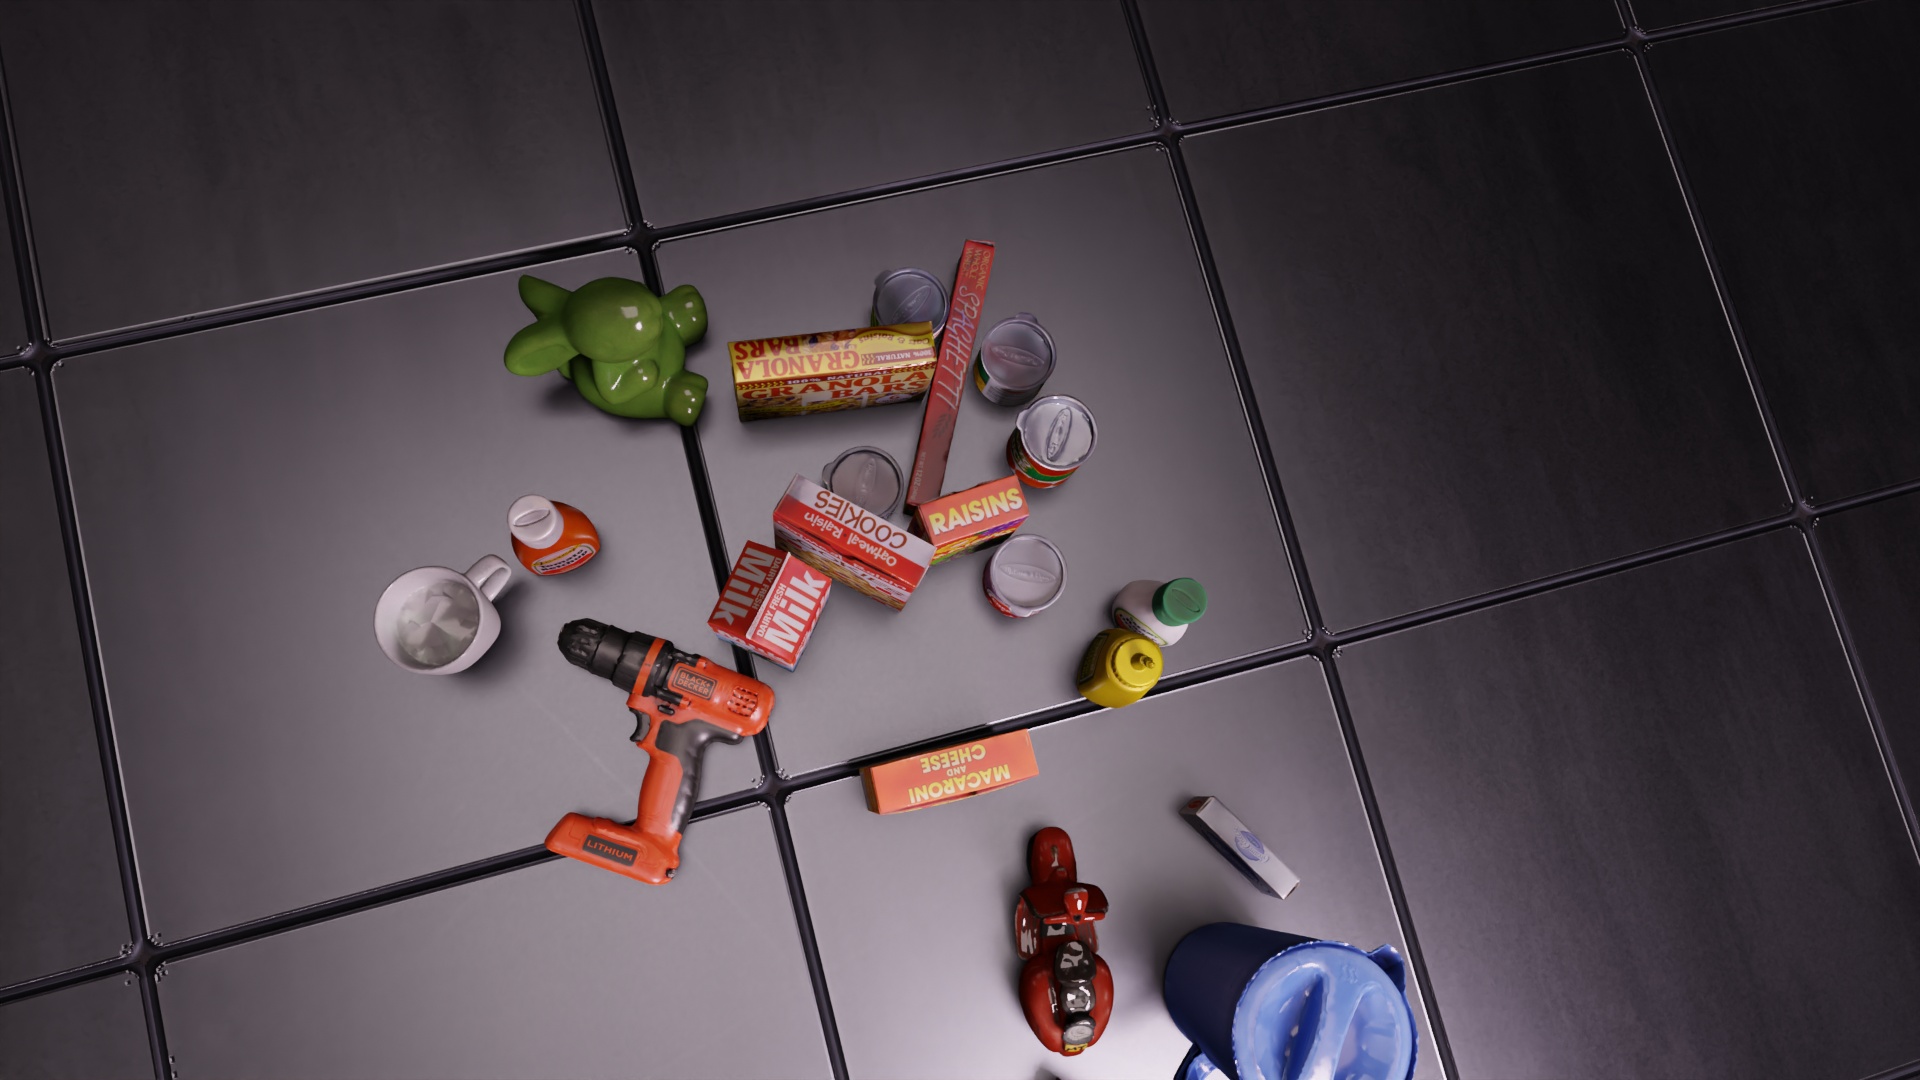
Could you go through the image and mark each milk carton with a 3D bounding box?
[{"bbox_3d":[-0.150,0.053,1.096,0.073,0.190,0.072,25,79,-2],"label":"milk carton"}]

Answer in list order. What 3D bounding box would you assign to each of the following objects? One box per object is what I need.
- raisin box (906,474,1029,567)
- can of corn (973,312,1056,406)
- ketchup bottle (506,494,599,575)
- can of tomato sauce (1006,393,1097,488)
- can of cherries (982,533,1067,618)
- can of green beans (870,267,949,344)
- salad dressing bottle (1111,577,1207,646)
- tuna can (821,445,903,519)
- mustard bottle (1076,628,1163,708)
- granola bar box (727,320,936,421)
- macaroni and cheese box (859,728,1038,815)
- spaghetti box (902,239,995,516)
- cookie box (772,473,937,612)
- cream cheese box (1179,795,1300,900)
[{"bbox_3d":[0.004,-0.015,1.162,0.086,0.123,0.040,-18,83,-10],"label":"raisin box"},{"bbox_3d":[0.048,-0.159,1.226,0.071,0.058,0.071,1,80,-7],"label":"can of corn"},{"bbox_3d":[-0.329,-0.006,1.106,0.065,0.148,0.043,-23,84,-10],"label":"ketchup bottle"},{"bbox_3d":[0.076,-0.085,1.204,0.071,0.083,0.071,1,80,-7],"label":"can of tomato sauce"},{"bbox_3d":[0.053,0.034,1.193,0.071,0.058,0.071,1,80,-7],"label":"can of cherries"},{"bbox_3d":[-0.046,-0.199,1.222,0.071,0.057,0.071,1,80,-7],"label":"can of green beans"},{"bbox_3d":[0.167,0.057,1.157,0.064,0.147,0.044,39,78,0],"label":"salad dressing bottle"},{"bbox_3d":[-0.086,-0.047,1.203,0.071,0.032,0.071,1,80,-7],"label":"tuna can"},{"bbox_3d":[0.135,0.102,1.139,0.049,0.160,0.065,22,79,-3],"label":"mustard bottle"},{"bbox_3d":[-0.108,-0.140,1.170,0.166,0.124,0.039,-7,82,-8],"label":"granola bar box"},{"bbox_3d":[-0.013,0.185,1.102,0.124,0.166,0.040,-13,82,-9],"label":"macaroni and cheese box"},{"bbox_3d":[-0.010,-0.143,1.220,0.029,0.050,0.250,13,79,-5],"label":"spaghetti box"},{"bbox_3d":[-0.089,0.007,1.124,0.123,0.167,0.040,27,79,-2],"label":"cookie box"},{"bbox_3d":[0.236,0.259,1.178,0.104,0.053,0.024,44,78,2],"label":"cream cheese box"}]
